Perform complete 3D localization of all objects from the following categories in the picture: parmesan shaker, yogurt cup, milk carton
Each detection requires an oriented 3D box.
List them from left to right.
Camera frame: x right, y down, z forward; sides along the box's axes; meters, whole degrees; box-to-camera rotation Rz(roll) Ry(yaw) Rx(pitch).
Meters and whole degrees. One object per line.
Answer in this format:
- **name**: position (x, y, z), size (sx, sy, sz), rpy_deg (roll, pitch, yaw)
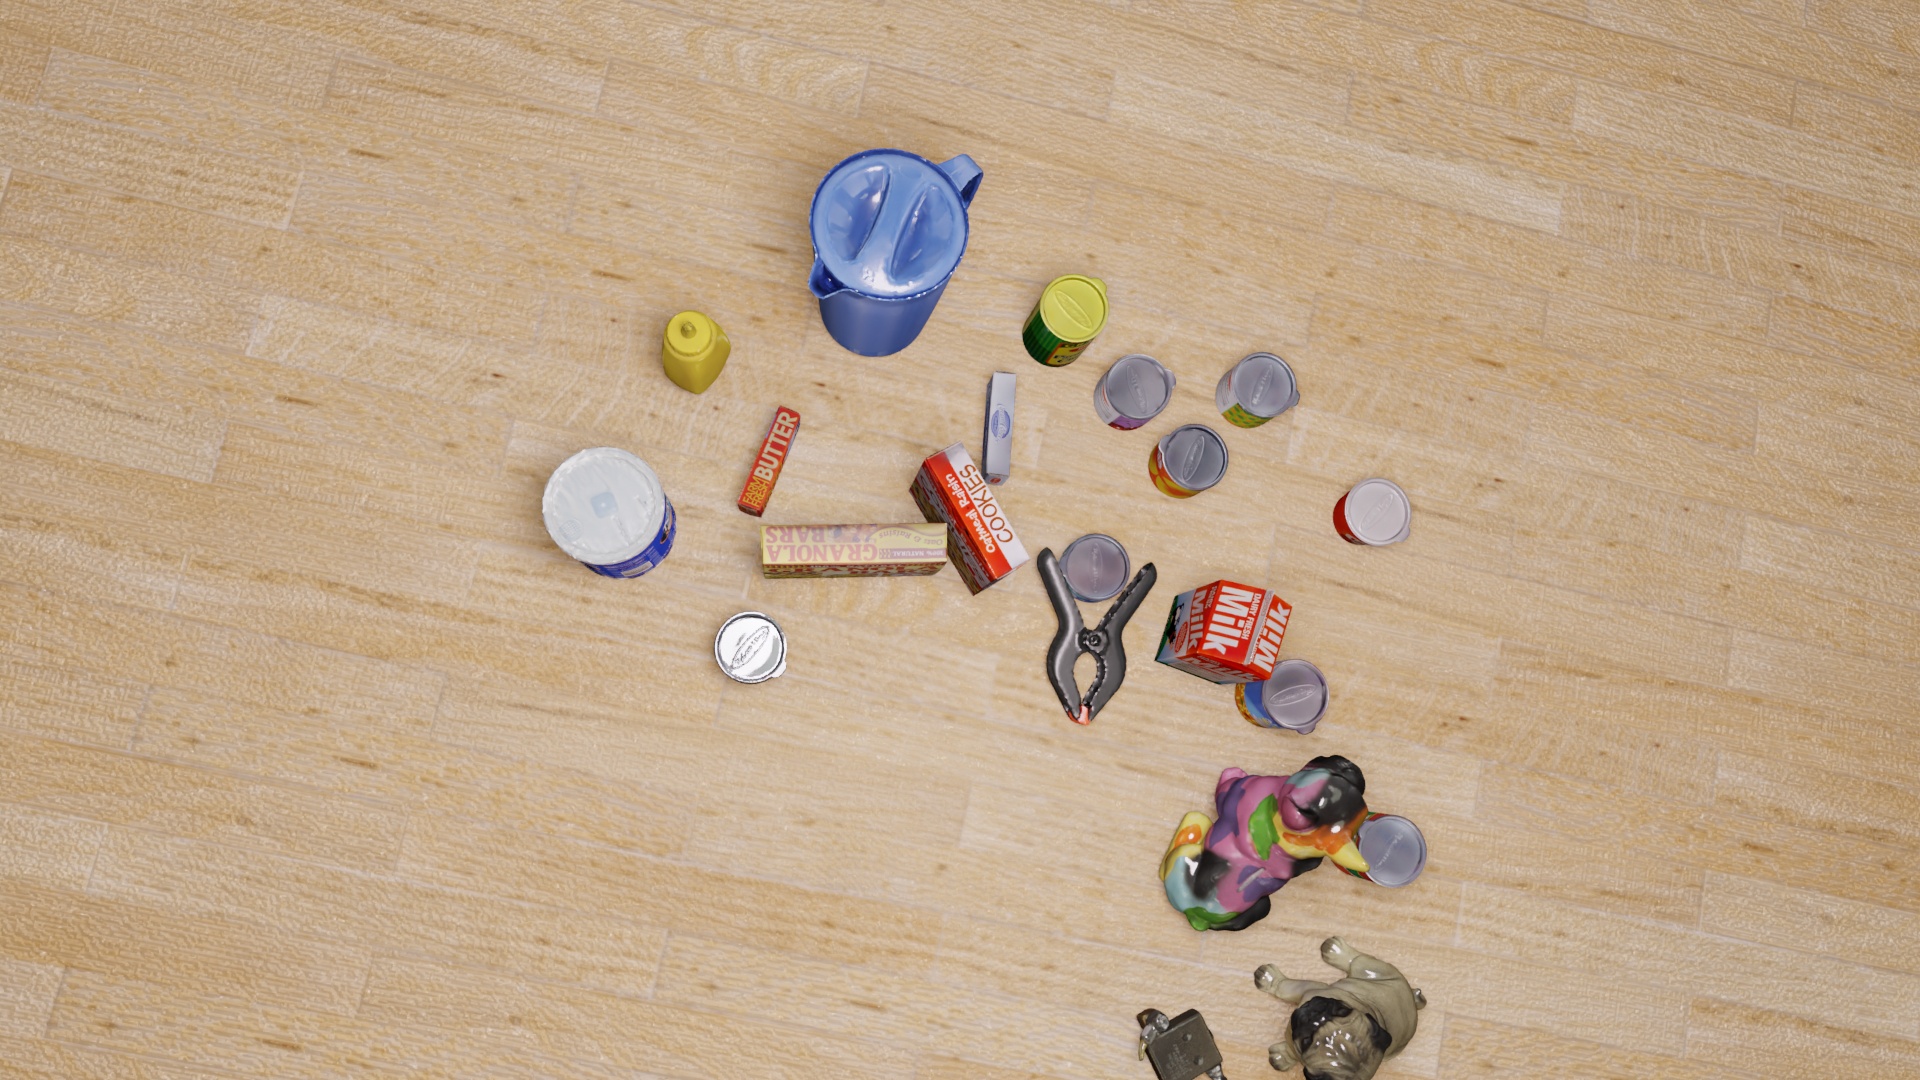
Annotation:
- **parmesan shaker**: position (0.103, -0.213, 1.350), size (0.071, 0.103, 0.071), rpy_deg (1, 82, -7)
- **milk carton**: position (0.246, 0.086, 1.282), size (0.073, 0.190, 0.072), rpy_deg (21, 81, -4)
- **yogurt cup**: position (0.407, -0.026, 1.387), size (0.072, 0.054, 0.072), rpy_deg (1, 82, -7)

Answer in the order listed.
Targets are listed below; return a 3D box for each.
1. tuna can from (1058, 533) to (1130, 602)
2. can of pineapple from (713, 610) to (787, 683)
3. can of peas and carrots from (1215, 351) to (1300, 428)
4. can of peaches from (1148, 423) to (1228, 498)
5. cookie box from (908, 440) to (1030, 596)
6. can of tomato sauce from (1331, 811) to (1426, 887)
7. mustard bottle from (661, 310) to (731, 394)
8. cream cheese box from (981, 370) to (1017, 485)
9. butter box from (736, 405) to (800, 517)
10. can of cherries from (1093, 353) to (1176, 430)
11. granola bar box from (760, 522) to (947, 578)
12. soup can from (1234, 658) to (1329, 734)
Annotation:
- **tuna can**: position (0.127, 0.028, 1.355), size (0.071, 0.033, 0.071), rpy_deg (1, 82, -7)
- **can of pineapple**: position (-0.194, 0.102, 1.292), size (0.071, 0.058, 0.071), rpy_deg (1, 82, -7)
- **can of peas and carrots**: position (0.297, -0.148, 1.387), size (0.071, 0.058, 0.071), rpy_deg (1, 82, -7)
- **can of peaches**: position (0.222, -0.078, 1.369), size (0.071, 0.058, 0.071), rpy_deg (1, 82, -7)
- **cookie box**: position (0.005, -0.016, 1.278), size (0.040, 0.167, 0.123), rpy_deg (-30, 87, -10)
- **can of tomato sauce**: position (0.394, 0.292, 1.326), size (0.071, 0.083, 0.071), rpy_deg (1, 82, -7)
- **mustard bottle**: position (-0.245, -0.179, 1.273), size (0.049, 0.160, 0.065), rpy_deg (32, 80, -2)
- **cream cheese box**: position (0.037, -0.109, 1.352), size (0.024, 0.053, 0.104), rpy_deg (5, 82, -6)
- **butter box**: position (-0.181, -0.074, 1.321), size (0.024, 0.053, 0.103), rpy_deg (22, 80, -4)
- **can of cherries**: position (0.172, -0.145, 1.372), size (0.071, 0.058, 0.071), rpy_deg (1, 82, -7)
- **granola bar box**: position (-0.100, 0.011, 1.283), size (0.166, 0.124, 0.039), rpy_deg (-1, 83, -7)
- **soup can**: position (0.308, 0.151, 1.334), size (0.071, 0.083, 0.071), rpy_deg (1, 82, -7)
